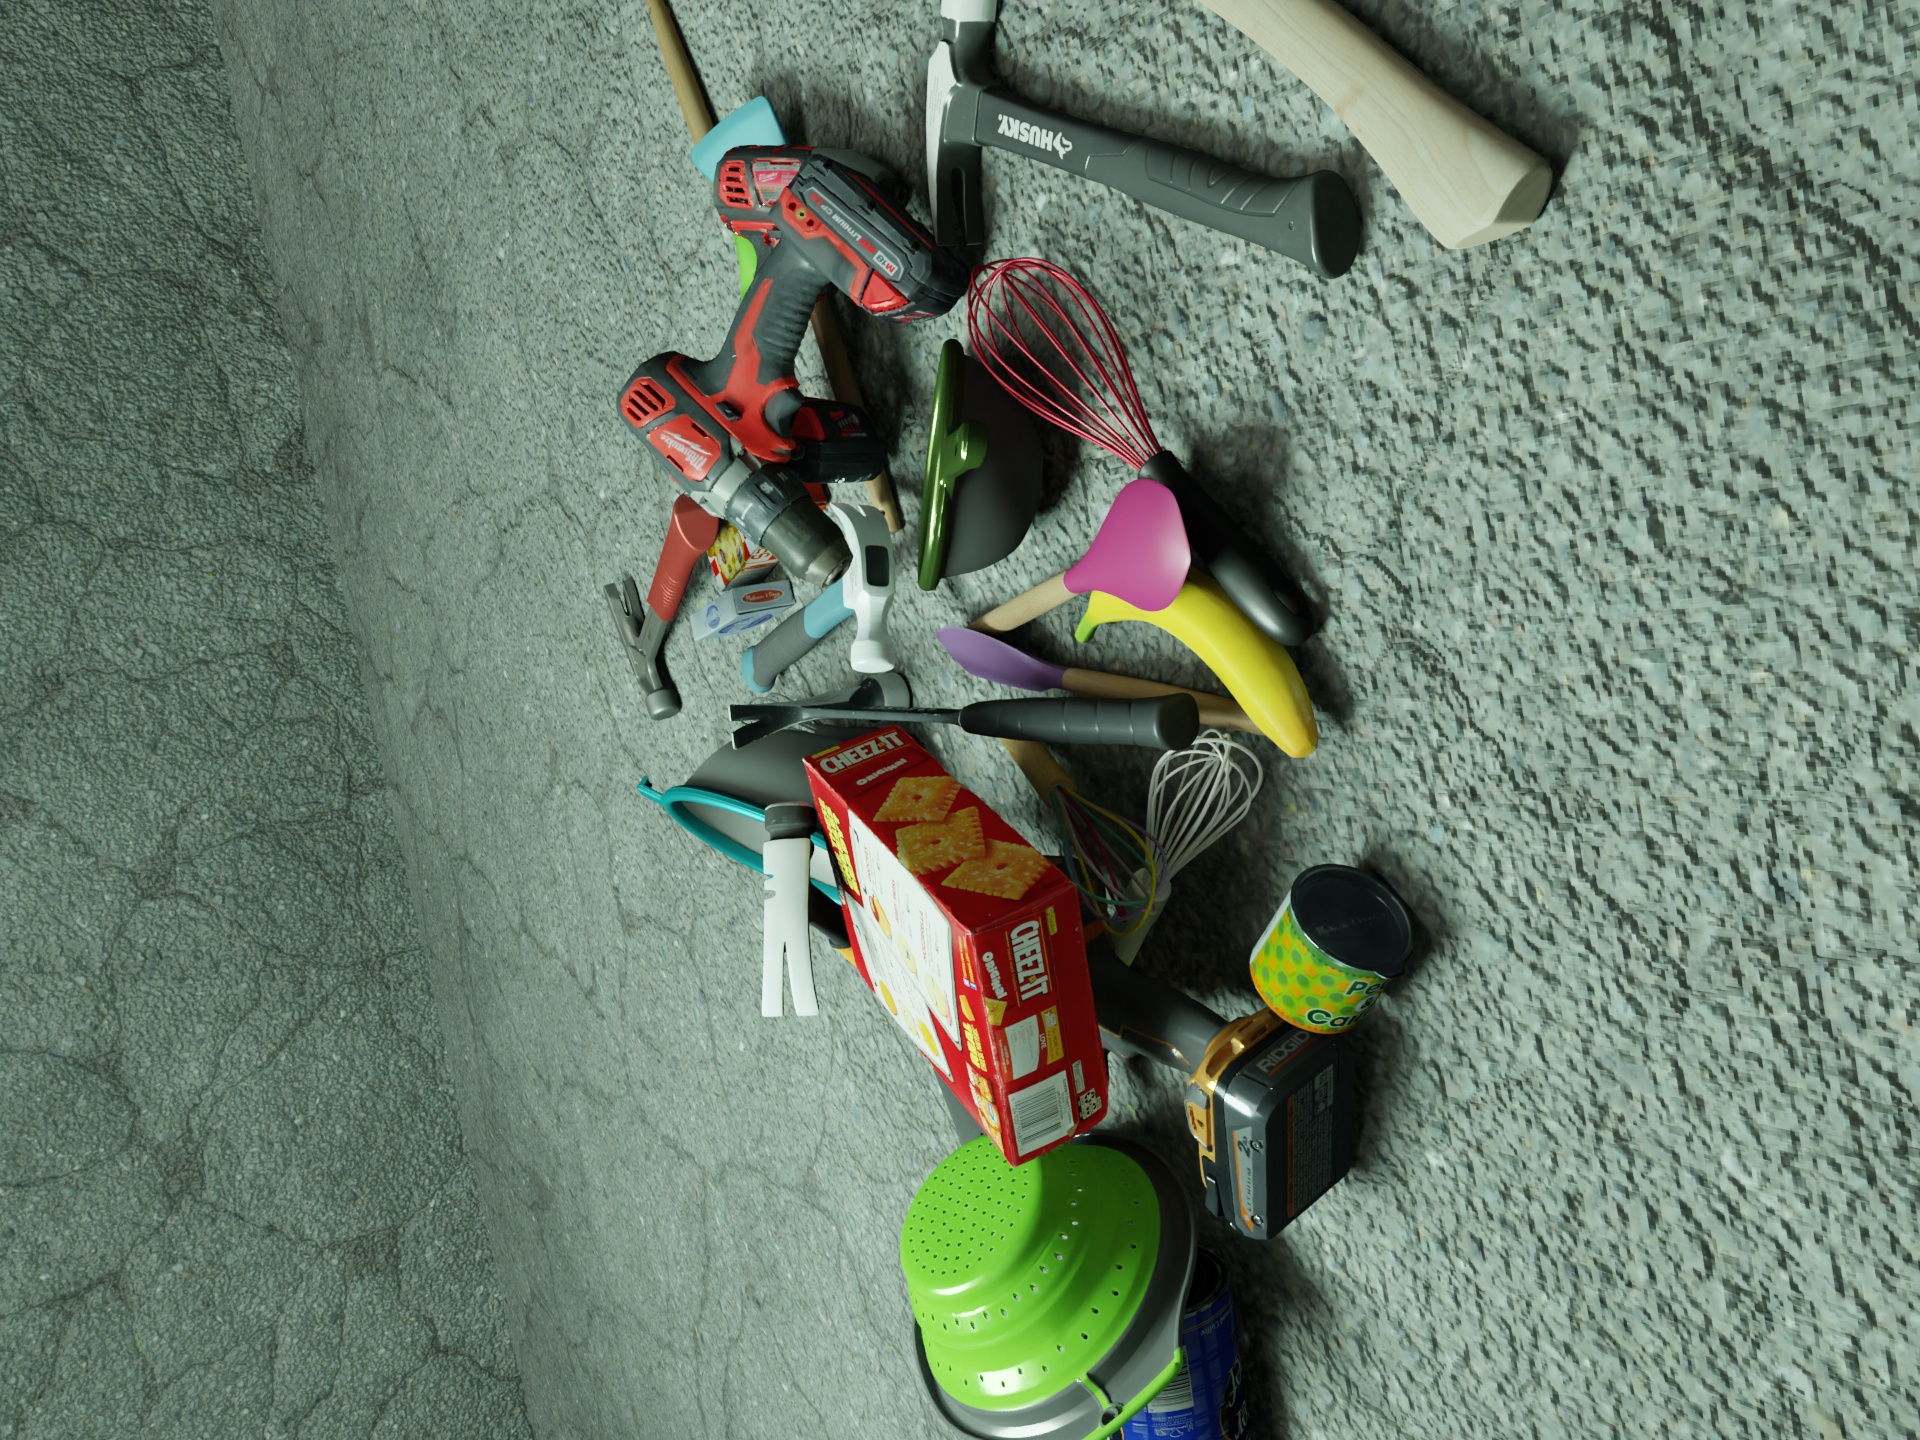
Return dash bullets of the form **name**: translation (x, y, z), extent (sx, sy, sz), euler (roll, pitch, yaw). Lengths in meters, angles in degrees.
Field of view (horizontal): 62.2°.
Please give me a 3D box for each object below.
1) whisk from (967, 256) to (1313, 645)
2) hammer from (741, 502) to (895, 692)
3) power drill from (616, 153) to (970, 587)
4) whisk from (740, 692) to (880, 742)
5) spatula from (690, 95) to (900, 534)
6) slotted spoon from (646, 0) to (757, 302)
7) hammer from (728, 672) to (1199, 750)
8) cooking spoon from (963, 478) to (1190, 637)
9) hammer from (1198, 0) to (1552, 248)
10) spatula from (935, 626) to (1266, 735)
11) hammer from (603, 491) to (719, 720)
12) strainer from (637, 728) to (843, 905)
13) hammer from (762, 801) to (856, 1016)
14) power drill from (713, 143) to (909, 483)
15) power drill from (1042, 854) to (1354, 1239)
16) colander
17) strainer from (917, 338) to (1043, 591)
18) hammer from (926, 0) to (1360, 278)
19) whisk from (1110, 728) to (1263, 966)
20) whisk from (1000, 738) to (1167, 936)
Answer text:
- **whisk**: translation (0.093, -0.150, 0.860), extent (0.296, 0.073, 0.073), euler (54, 143, 23)
- **hammer**: translation (-0.114, -0.071, 1.203), extent (0.331, 0.033, 0.128), euler (155, 116, -66)
- **power drill**: translation (-0.093, -0.215, 1.004), extent (0.188, 0.080, 0.226), euler (45, 109, 8)
- **whisk**: translation (-0.105, 0.011, 1.260), extent (0.239, 0.055, 0.055), euler (8, 109, 52)
- **spatula**: translation (-0.105, -0.281, 1.136), extent (0.082, 0.044, 0.317), euler (-23, 84, 35)
- **slotted spoon**: translation (-0.191, -0.436, 1.230), extent (0.070, 0.031, 0.314), euler (-43, 64, 55)
- **hammer**: translation (-0.002, -0.003, 0.990), extent (0.409, 0.149, 0.036), euler (2, 101, 56)
- **cooking spoon**: translation (0.057, -0.076, 0.929), extent (0.319, 0.017, 0.069), euler (159, 97, -70)
- **hammer**: translation (0.127, -0.357, 0.741), extent (0.411, 0.038, 0.146), euler (54, 141, 32)
- **spatula**: translation (0.082, -0.023, 0.955), extent (0.316, 0.018, 0.059), euler (16, 153, 52)
- **hammer**: translation (-0.266, -0.122, 1.421), extent (0.149, 0.036, 0.359), euler (68, 157, 11)
- **strainer**: translation (-0.066, 0.065, 1.136), extent (0.340, 0.210, 0.095), euler (0, 61, 50)
- **hammer**: translation (-0.072, 0.155, 1.087), extent (0.336, 0.034, 0.127), euler (57, -151, -70)
- **power drill**: translation (-0.104, -0.276, 1.082), extent (0.143, 0.078, 0.219), euler (13, 105, 30)
- **power drill**: translation (0.114, 0.199, 0.918), extent (0.226, 0.084, 0.185), euler (31, 140, 43)
- **colander**: translation (0.013, 0.287, 1.026), extent (0.094, 0.204, 0.397), euler (48, -176, -25)
- **strainer**: translation (0.019, -0.146, 0.907), extent (0.256, 0.069, 0.151), euler (-136, 51, -83)
- **hammer**: translation (0.082, -0.291, 0.842), extent (0.335, 0.035, 0.146), euler (40, 133, 44)
- **whisk**: translation (0.116, 0.092, 0.936), extent (0.246, 0.059, 0.058), euler (108, 173, -47)
- **whisk**: translation (0.063, 0.056, 0.945), extent (0.245, 0.051, 0.047), euler (-124, 25, -63)
